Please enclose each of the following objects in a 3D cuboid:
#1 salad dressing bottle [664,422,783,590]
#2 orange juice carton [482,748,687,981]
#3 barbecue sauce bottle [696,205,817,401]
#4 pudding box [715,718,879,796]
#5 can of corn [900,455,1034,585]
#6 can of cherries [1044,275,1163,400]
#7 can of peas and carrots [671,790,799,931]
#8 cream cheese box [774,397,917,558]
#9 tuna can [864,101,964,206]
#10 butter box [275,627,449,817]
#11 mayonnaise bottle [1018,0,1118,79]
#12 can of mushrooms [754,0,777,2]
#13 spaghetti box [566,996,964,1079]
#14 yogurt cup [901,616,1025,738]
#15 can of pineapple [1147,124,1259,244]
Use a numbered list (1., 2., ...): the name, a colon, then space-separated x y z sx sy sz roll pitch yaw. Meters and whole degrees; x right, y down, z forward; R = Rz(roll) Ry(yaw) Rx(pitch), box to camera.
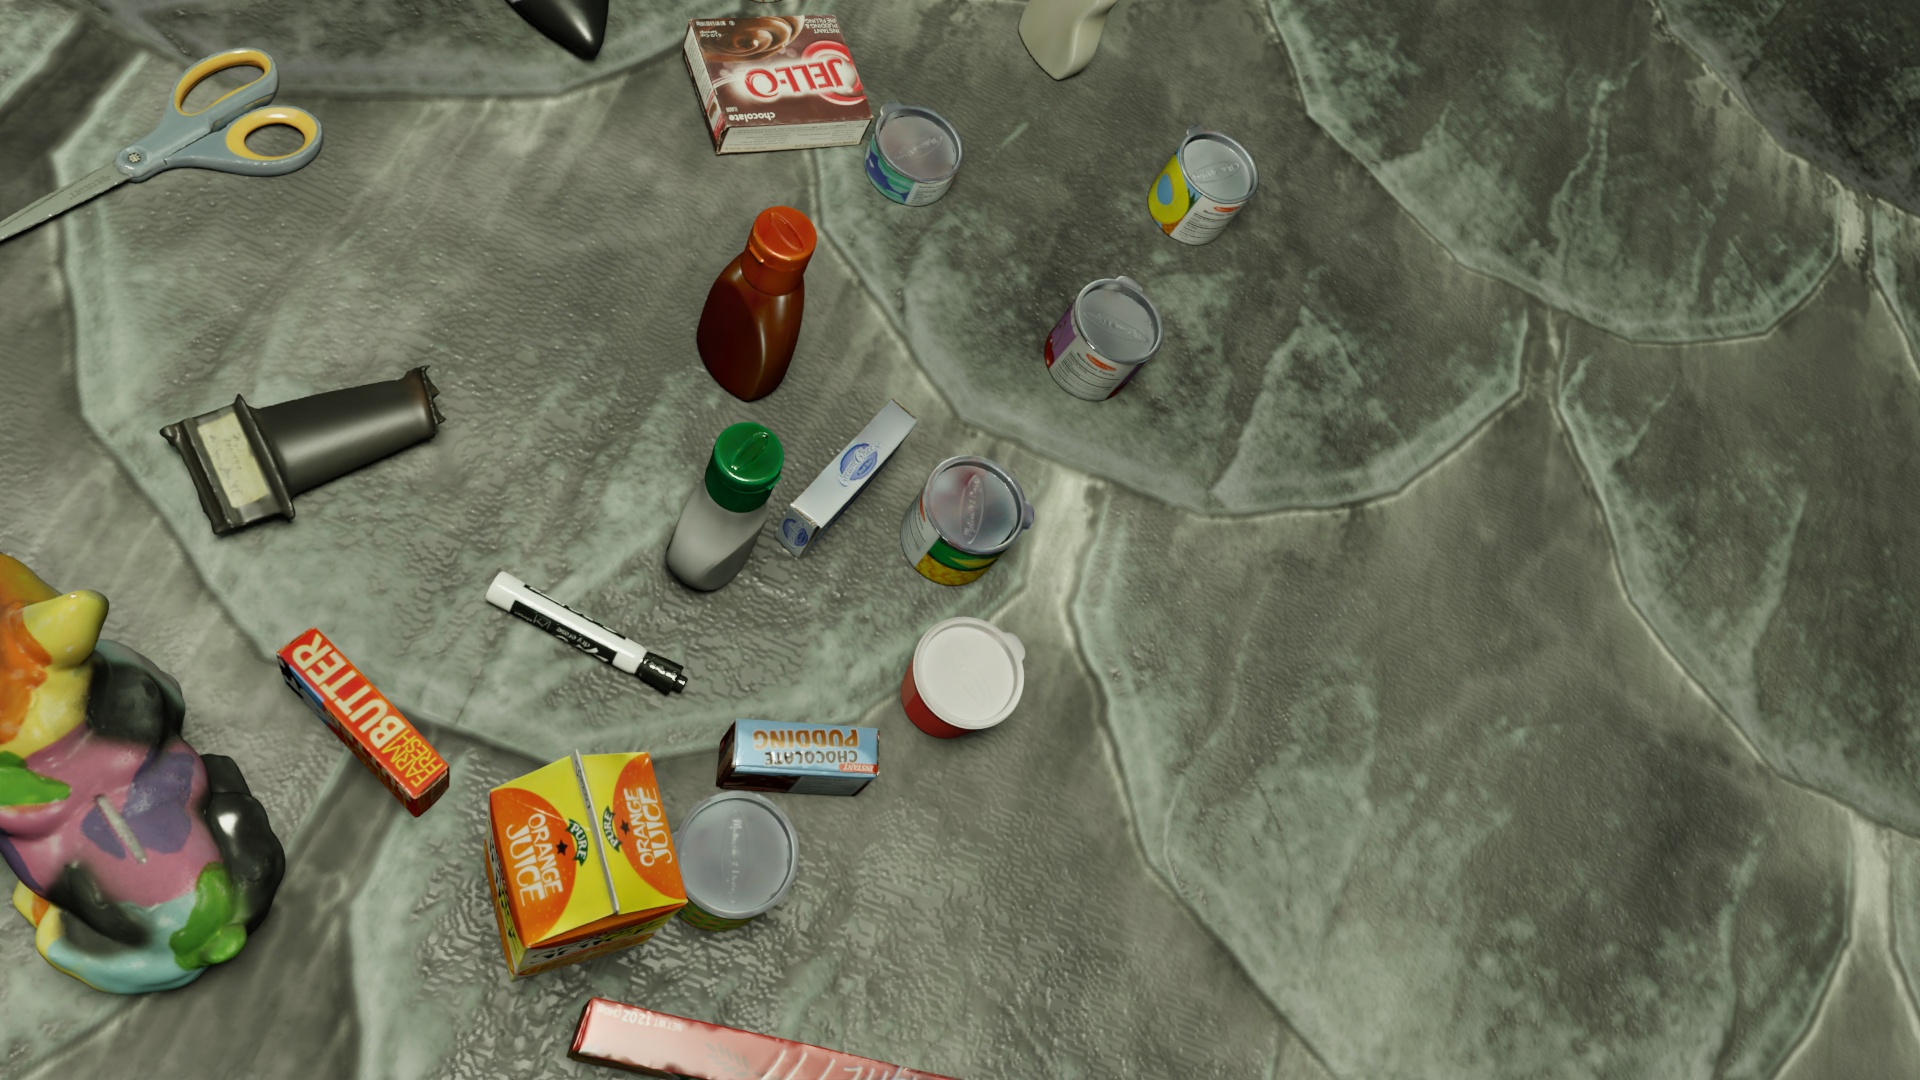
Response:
1. salad dressing bottle: -0.130 -0.018 0.775 0.044 0.147 0.064 40 60 0
2. orange juice carton: -0.180 0.154 0.655 0.073 0.191 0.072 -11 72 -24
3. barbecue sauce bottle: -0.121 -0.143 0.833 0.044 0.148 0.065 -34 82 -29
4. pudding box: -0.092 0.123 0.783 0.084 0.049 0.030 6 66 -18
5. can of corn: 0.003 -0.011 0.872 0.071 0.058 0.071 8 65 -17
6. can of cherries: 0.100 -0.140 0.965 0.071 0.058 0.072 8 65 -17
7. can of peas and carrots: -0.127 0.173 0.743 0.071 0.058 0.071 8 65 -17
8. cream cheese box: -0.071 -0.038 0.860 0.024 0.053 0.104 40 60 0
9. tuna can: -0.035 -0.276 0.990 0.071 0.032 0.071 8 65 -17
10. butter box: -0.306 0.094 0.715 0.103 0.053 0.024 45 61 3
11. mayonnaise bottle: 0.093 -0.413 1.032 0.041 0.147 0.065 -29 80 -28
12. can of mushrooms: -0.144 -0.430 1.018 0.071 0.033 0.071 8 65 -17
13. spaghetti box: -0.076 0.280 0.720 0.250 0.050 0.029 17 63 -12
14. yogurt cup: -0.002 0.086 0.830 0.072 0.053 0.072 8 65 -17
15. can of pineapple: 0.183 -0.268 1.052 0.071 0.057 0.071 8 65 -17
